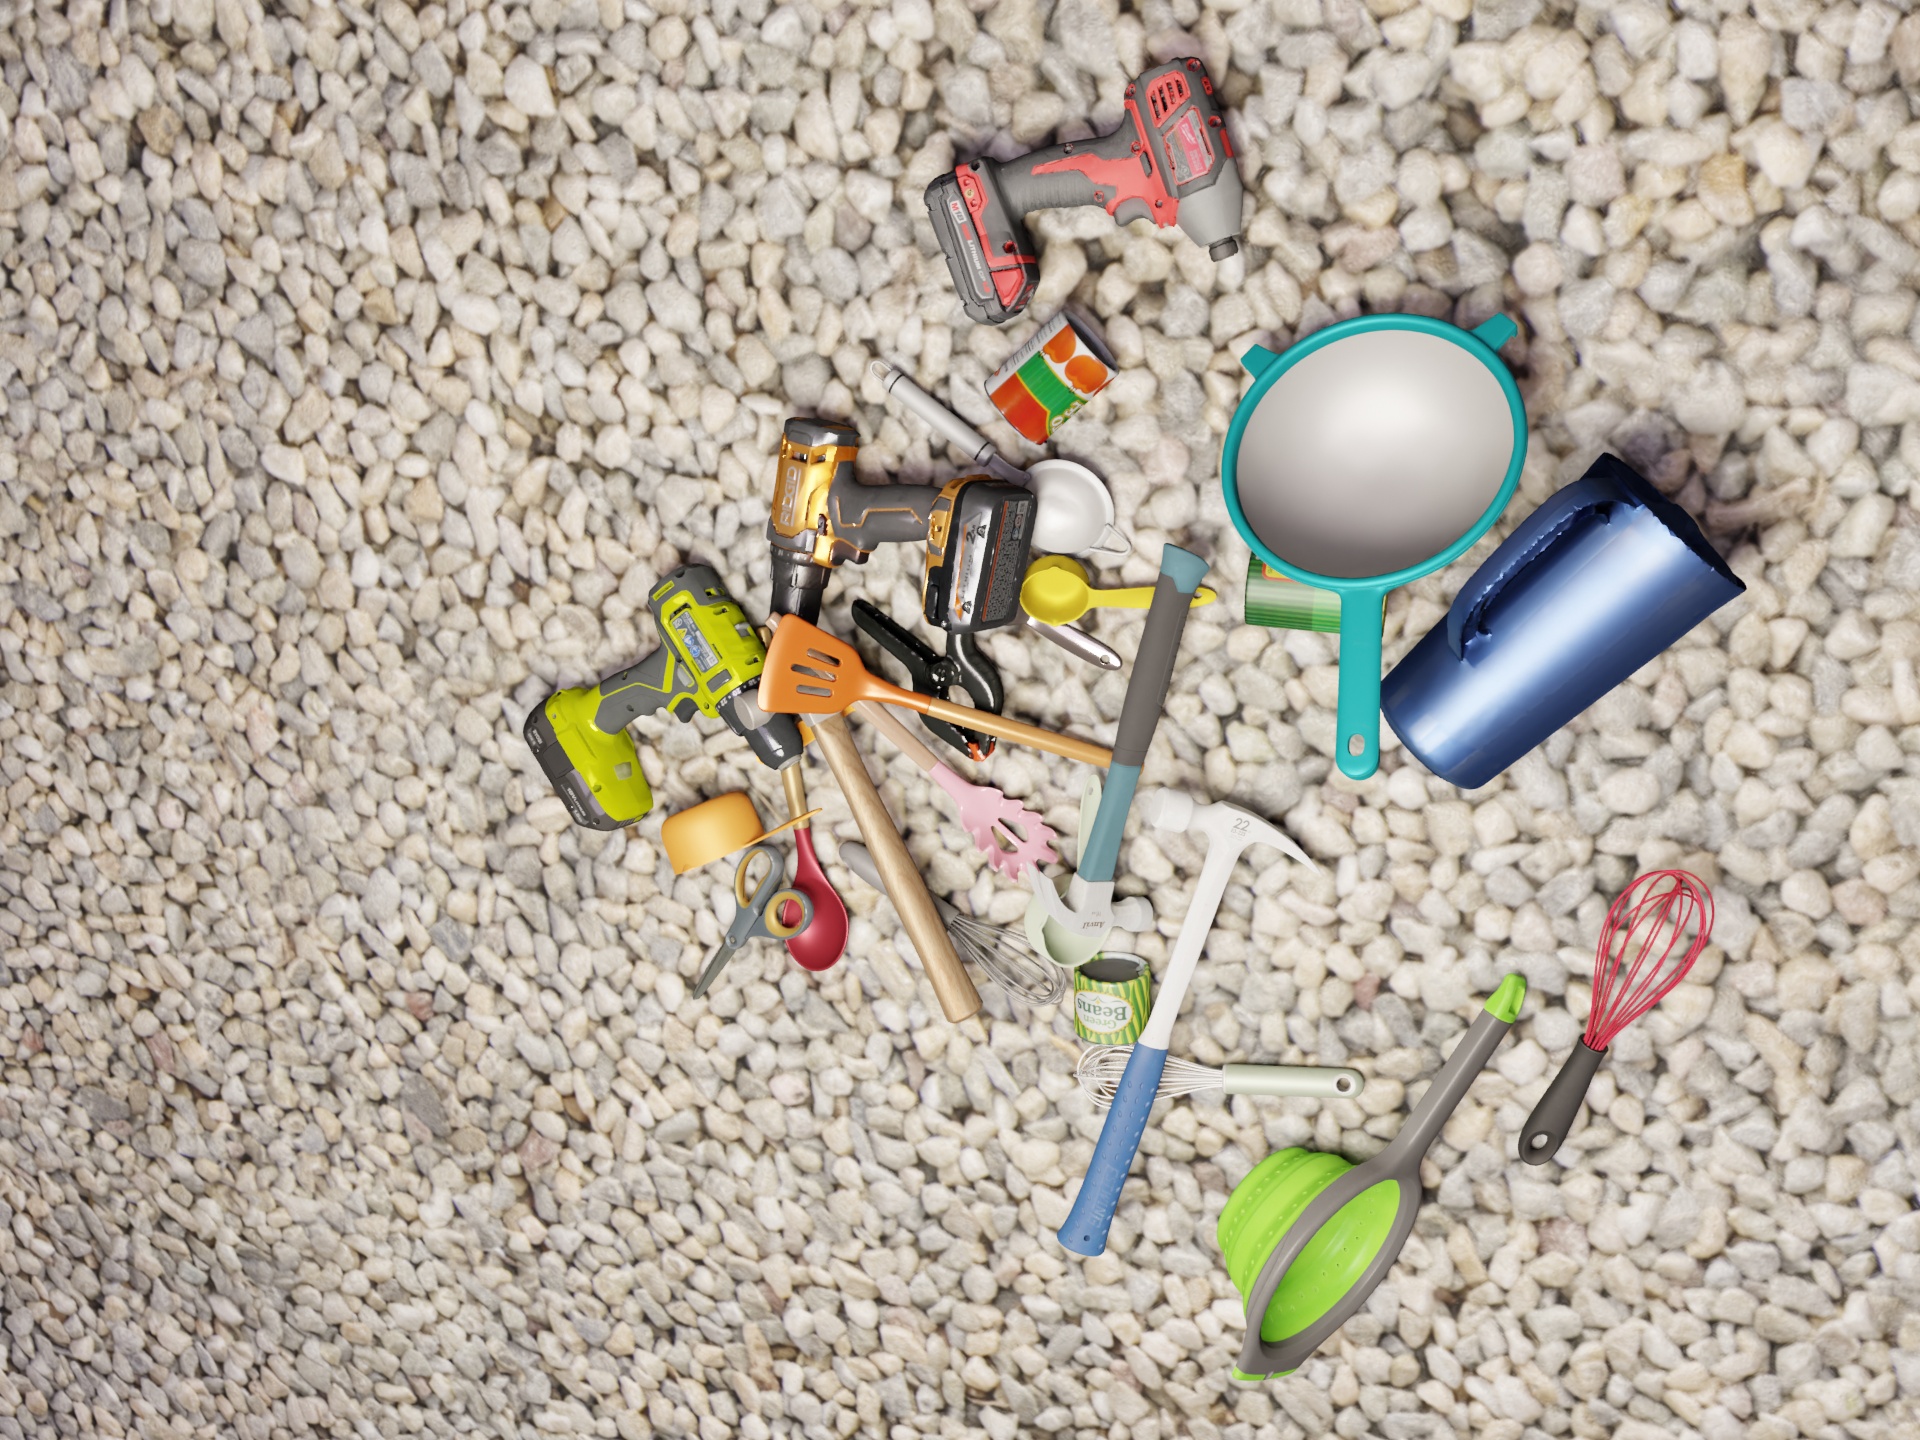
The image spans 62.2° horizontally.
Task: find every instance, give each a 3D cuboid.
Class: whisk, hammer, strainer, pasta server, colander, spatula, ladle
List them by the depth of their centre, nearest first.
[{"bbox_3d":[0.295,-0.116,1.126,0.211,0.095,0.340,-2,74,26],"label":"strainer"},{"bbox_3d":[0.503,0.237,1.244,0.073,0.073,0.295,21,118,11],"label":"whisk"},{"bbox_3d":[0.137,0.021,1.268,0.033,0.128,0.331,34,115,50],"label":"hammer"},{"bbox_3d":[0.025,-0.206,1.270,0.258,0.050,0.086,39,128,7],"label":"strainer"},{"bbox_3d":[-0.002,-0.004,1.290,0.322,0.041,0.081,16,92,-7],"label":"spatula"},{"bbox_3d":[0.168,0.259,1.310,0.144,0.035,0.405,15,103,-10],"label":"hammer"},{"bbox_3d":[0.324,0.356,1.314,0.095,0.204,0.397,38,100,41],"label":"colander"},{"bbox_3d":[-0.041,0.021,1.323,0.316,0.040,0.060,43,87,-14],"label":"pasta server"},{"bbox_3d":[-0.063,0.101,1.341,0.031,0.130,0.331,-16,101,63],"label":"hammer"},{"bbox_3d":[0.219,0.306,1.360,0.246,0.059,0.058,0,83,13],"label":"whisk"},{"bbox_3d":[-0.008,0.175,1.391,0.239,0.055,0.055,33,113,10],"label":"whisk"},{"bbox_3d":[-0.148,0.071,1.415,0.069,0.031,0.315,-4,103,24],"label":"ladle"}]

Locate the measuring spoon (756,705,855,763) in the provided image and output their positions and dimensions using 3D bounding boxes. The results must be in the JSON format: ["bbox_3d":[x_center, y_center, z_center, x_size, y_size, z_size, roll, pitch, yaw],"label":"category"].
[{"bbox_3d":[-0.128,0.006,1.384,0.117,0.011,0.021,-31,94,11],"label":"measuring spoon"}]

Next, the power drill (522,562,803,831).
[{"bbox_3d":[-0.255,0.000,1.389,0.228,0.080,0.190,-35,84,23],"label":"power drill"}]

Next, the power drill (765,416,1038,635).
[{"bbox_3d":[-0.063,-0.131,1.274,0.226,0.084,0.185,21,109,29],"label":"power drill"}]

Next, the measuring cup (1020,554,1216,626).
[{"bbox_3d":[0.126,-0.107,1.275,0.156,0.029,0.062,1,134,4],"label":"measuring cup"}]

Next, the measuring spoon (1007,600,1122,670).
[{"bbox_3d":[0.076,-0.072,1.303,0.124,0.018,0.034,28,112,7],"label":"measuring spoon"}]

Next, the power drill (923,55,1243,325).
[{"bbox_3d":[0.097,-0.379,1.175,0.219,0.078,0.143,-18,100,19],"label":"power drill"}]

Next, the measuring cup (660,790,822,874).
[{"bbox_3d":[-0.190,0.083,1.387,0.173,0.095,0.052,-24,89,36],"label":"measuring cup"}]

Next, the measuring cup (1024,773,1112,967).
[{"bbox_3d":[0.093,0.123,1.335,0.038,0.083,0.167,20,109,53],"label":"measuring cup"}]
